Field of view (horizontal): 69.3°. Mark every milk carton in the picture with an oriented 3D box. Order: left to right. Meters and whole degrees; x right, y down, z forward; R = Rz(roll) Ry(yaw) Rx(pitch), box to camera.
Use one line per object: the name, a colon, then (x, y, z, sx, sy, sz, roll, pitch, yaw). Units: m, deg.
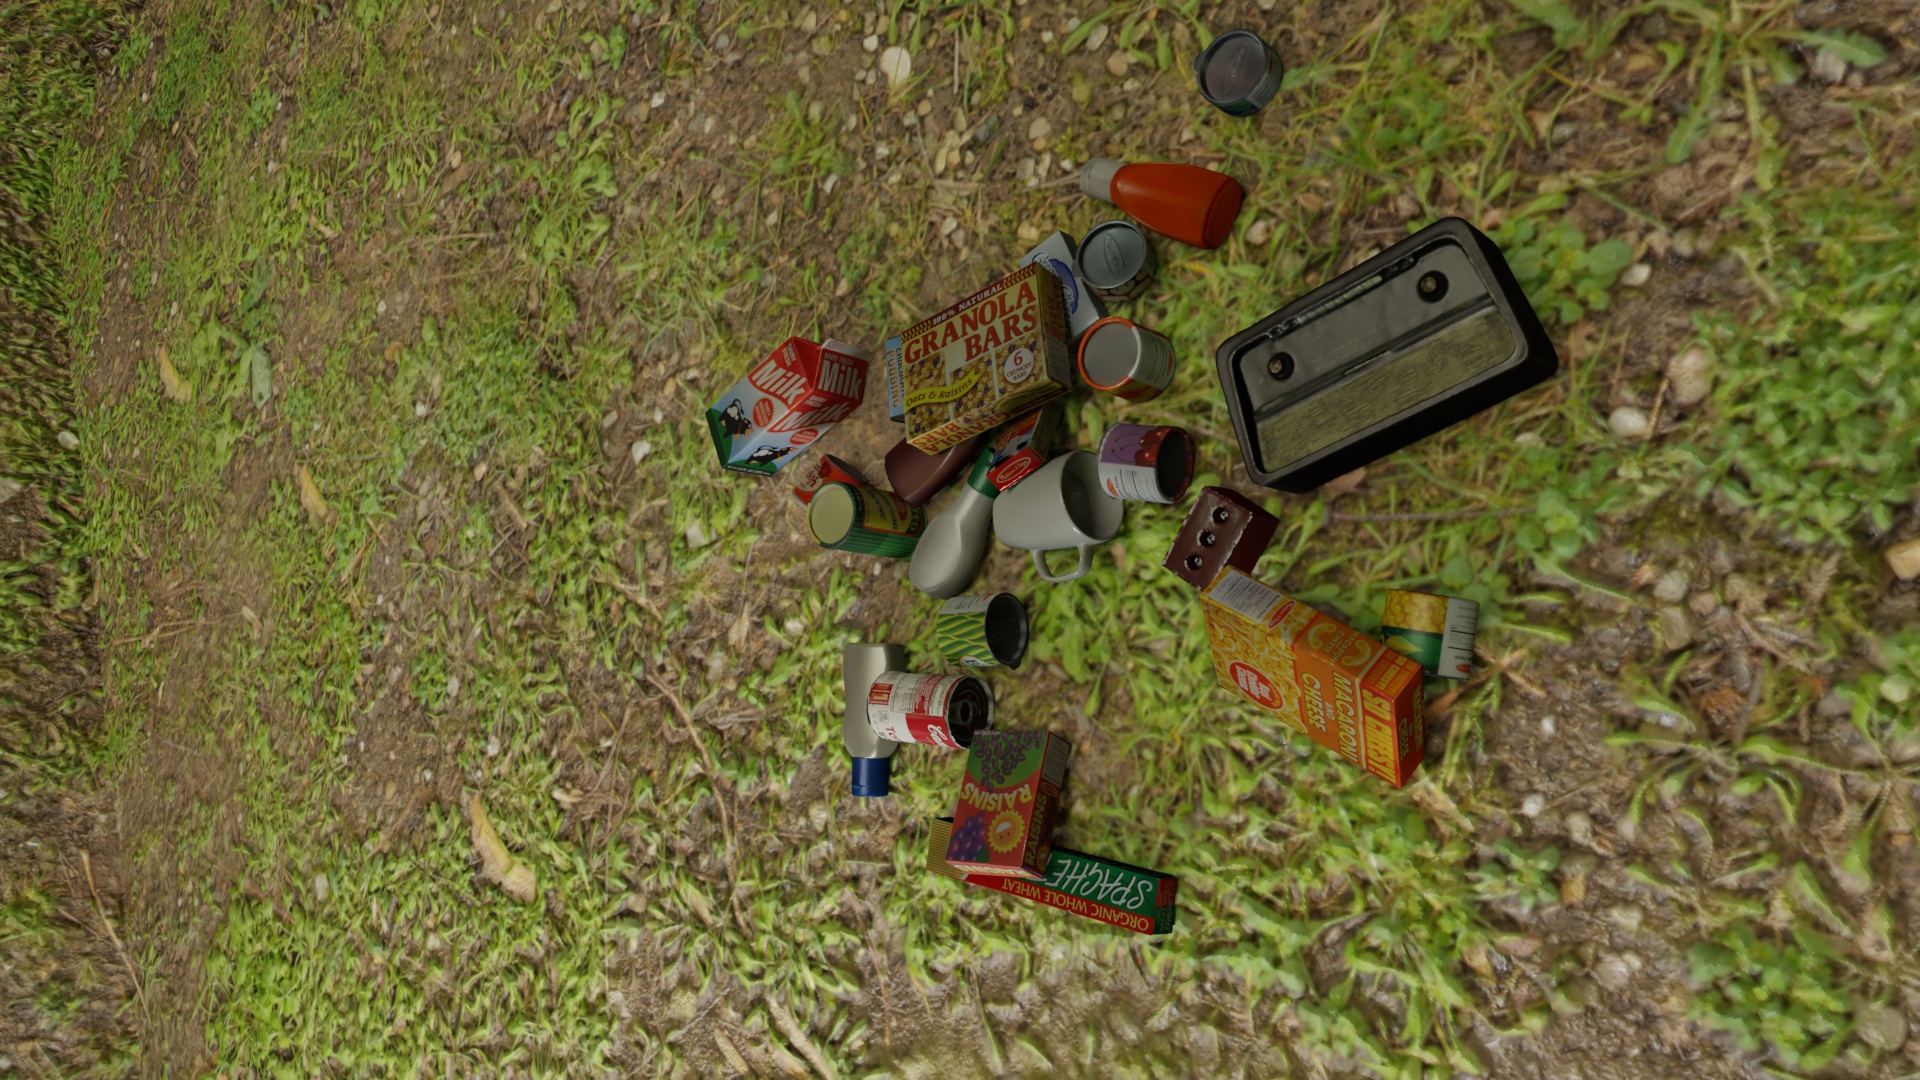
milk carton: (-0.175, -0.149, 1.449, 0.190, 0.072, 0.073, -35, 64, 30)

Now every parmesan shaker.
parmesan shaker: (-0.089, -0.017, 1.343, 0.071, 0.103, 0.071, -6, 81, 38)

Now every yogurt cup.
yogurt cup: (-0.129, -0.051, 1.406, 0.072, 0.072, 0.054, 41, 101, 35)

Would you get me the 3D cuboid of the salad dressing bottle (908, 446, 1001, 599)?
salad dressing bottle: (0.005, -0.016, 1.308, 0.064, 0.044, 0.147, 40, 107, 37)

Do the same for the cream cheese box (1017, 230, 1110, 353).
cream cheese box: (0.095, -0.229, 1.277, 0.053, 0.024, 0.104, -34, 64, 29)

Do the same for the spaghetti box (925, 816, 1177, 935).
spaghetti box: (0.074, 0.291, 1.218, 0.250, 0.029, 0.050, 6, 87, 39)

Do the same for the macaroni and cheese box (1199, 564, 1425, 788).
macaroni and cheese box: (0.264, 0.100, 1.037, 0.167, 0.123, 0.040, 30, 65, 37)

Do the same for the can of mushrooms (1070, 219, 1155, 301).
can of mushrooms: (0.136, -0.247, 1.232, 0.071, 0.033, 0.071, -7, 73, 23)

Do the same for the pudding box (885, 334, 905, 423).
pudding box: (-0.045, -0.156, 1.362, 0.030, 0.050, 0.084, -12, 76, 39)

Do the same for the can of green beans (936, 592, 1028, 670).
can of green beans: (0.020, 0.082, 1.266, 0.057, 0.071, 0.071, -7, 80, 38)

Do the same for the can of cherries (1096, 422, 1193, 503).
can of cherries: (0.158, -0.068, 1.179, 0.058, 0.071, 0.071, 6, 88, 39)

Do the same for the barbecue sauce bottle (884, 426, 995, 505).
barbecue sauce bottle: (-0.007, -0.098, 1.328, 0.148, 0.043, 0.065, -39, 55, 27)

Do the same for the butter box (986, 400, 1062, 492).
butter box: (0.058, -0.088, 1.247, 0.053, 0.104, 0.024, -34, 108, 30)

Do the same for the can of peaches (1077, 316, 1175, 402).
can of peaches: (0.142, -0.157, 1.208, 0.071, 0.058, 0.071, -6, 81, 37)

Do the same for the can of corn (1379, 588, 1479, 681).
can of corn: (0.339, 0.068, 1.015, 0.071, 0.071, 0.058, 8, 88, 39)

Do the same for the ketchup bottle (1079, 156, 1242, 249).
ketchup bottle: (0.171, -0.303, 1.215, 0.149, 0.043, 0.064, 29, 101, 37)

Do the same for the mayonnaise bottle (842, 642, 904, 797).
mayonnaise bottle: (-0.086, 0.174, 1.355, 0.064, 0.041, 0.148, -3, 83, 40)

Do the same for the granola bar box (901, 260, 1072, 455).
granola bar box: (0.019, -0.165, 1.271, 0.165, 0.039, 0.124, -22, 59, 34)

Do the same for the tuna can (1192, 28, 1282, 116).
tuna can: (0.236, -0.398, 1.183, 0.071, 0.033, 0.071, -6, 80, 38)

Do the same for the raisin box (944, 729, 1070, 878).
raisin box: (0.042, 0.230, 1.222, 0.086, 0.040, 0.124, -5, 59, 37)
